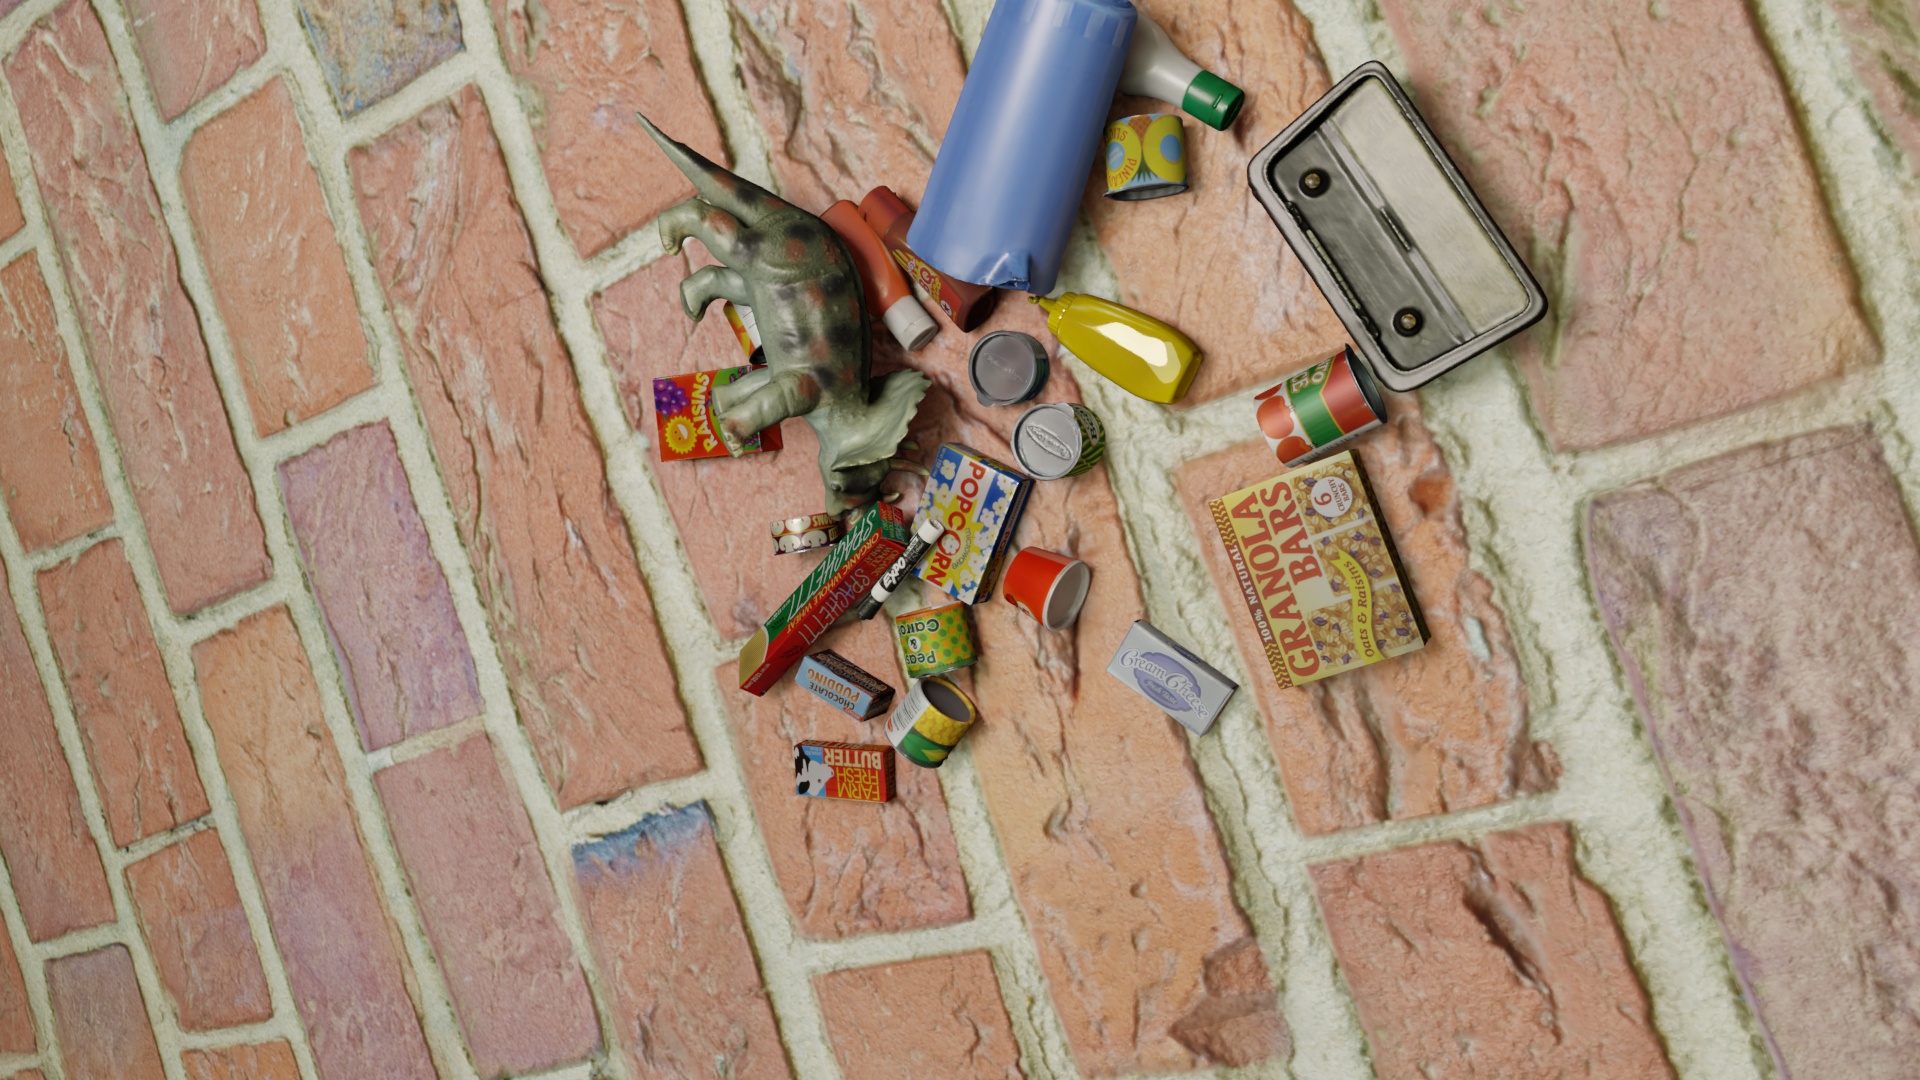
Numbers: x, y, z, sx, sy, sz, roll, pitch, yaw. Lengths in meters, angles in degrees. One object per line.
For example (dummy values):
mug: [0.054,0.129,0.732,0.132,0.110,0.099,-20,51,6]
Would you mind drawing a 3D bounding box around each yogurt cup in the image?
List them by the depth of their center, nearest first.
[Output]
yogurt cup: [0.074,0.040,1.221,0.054,0.072,0.072,26,107,30]

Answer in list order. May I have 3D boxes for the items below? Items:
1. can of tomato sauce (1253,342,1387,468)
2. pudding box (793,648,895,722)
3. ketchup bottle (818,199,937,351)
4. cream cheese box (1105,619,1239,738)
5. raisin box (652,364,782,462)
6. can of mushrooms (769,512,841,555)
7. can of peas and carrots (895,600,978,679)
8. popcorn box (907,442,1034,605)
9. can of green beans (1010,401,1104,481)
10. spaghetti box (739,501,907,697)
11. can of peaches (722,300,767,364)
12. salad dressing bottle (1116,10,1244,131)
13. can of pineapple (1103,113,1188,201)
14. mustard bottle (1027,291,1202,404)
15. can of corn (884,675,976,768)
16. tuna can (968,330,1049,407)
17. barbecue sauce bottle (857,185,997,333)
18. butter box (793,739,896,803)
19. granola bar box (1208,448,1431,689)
can of tomato sauce: [0.283,-0.106,1.099,0.083,0.071,0.071,-28,84,27]
pudding box: [-0.111,0.139,1.330,0.084,0.050,0.030,29,107,21]
ketchup bottle: [-0.080,-0.240,1.274,0.064,0.043,0.149,-41,78,15]
cream cheese box: [0.182,0.118,1.198,0.104,0.024,0.053,35,109,19]
raisin box: [-0.241,-0.124,1.370,0.123,0.040,0.086,-4,95,27]
can of mushrooms: [-0.145,-0.007,1.321,0.071,0.071,0.033,-9,91,27]
can of peas and carrots: [-0.024,0.091,1.270,0.071,0.071,0.058,-14,90,27]
popcorn box: [0.005,-0.016,1.262,0.085,0.038,0.126,27,107,21]
can of green beans: [0.085,-0.086,1.203,0.071,0.058,0.071,3,98,26]
spaghetti box: [-0.134,0.058,1.314,0.249,0.028,0.050,-45,36,31]
can of peaches: [-0.184,-0.207,1.319,0.071,0.071,0.058,-32,82,26]
salad dressing bottle: [0.162,-0.386,1.140,0.148,0.044,0.064,36,106,17]
can of pineapple: [0.150,-0.313,1.139,0.071,0.071,0.058,-4,94,27]
mustard bottle: [0.125,-0.174,1.179,0.160,0.049,0.065,33,109,20]
can of corn: [-0.025,0.168,1.284,0.071,0.071,0.058,42,112,16]
tuna can: [0.042,-0.151,1.231,0.071,0.033,0.071,3,97,26]
barbecue sauce bottle: [-0.031,-0.254,1.238,0.044,0.064,0.149,-39,77,-14]
butter box: [-0.113,0.225,1.355,0.103,0.024,0.053,-1,96,27]
granola bar box: [0.290,0.023,1.126,0.124,0.039,0.165,-22,86,27]
